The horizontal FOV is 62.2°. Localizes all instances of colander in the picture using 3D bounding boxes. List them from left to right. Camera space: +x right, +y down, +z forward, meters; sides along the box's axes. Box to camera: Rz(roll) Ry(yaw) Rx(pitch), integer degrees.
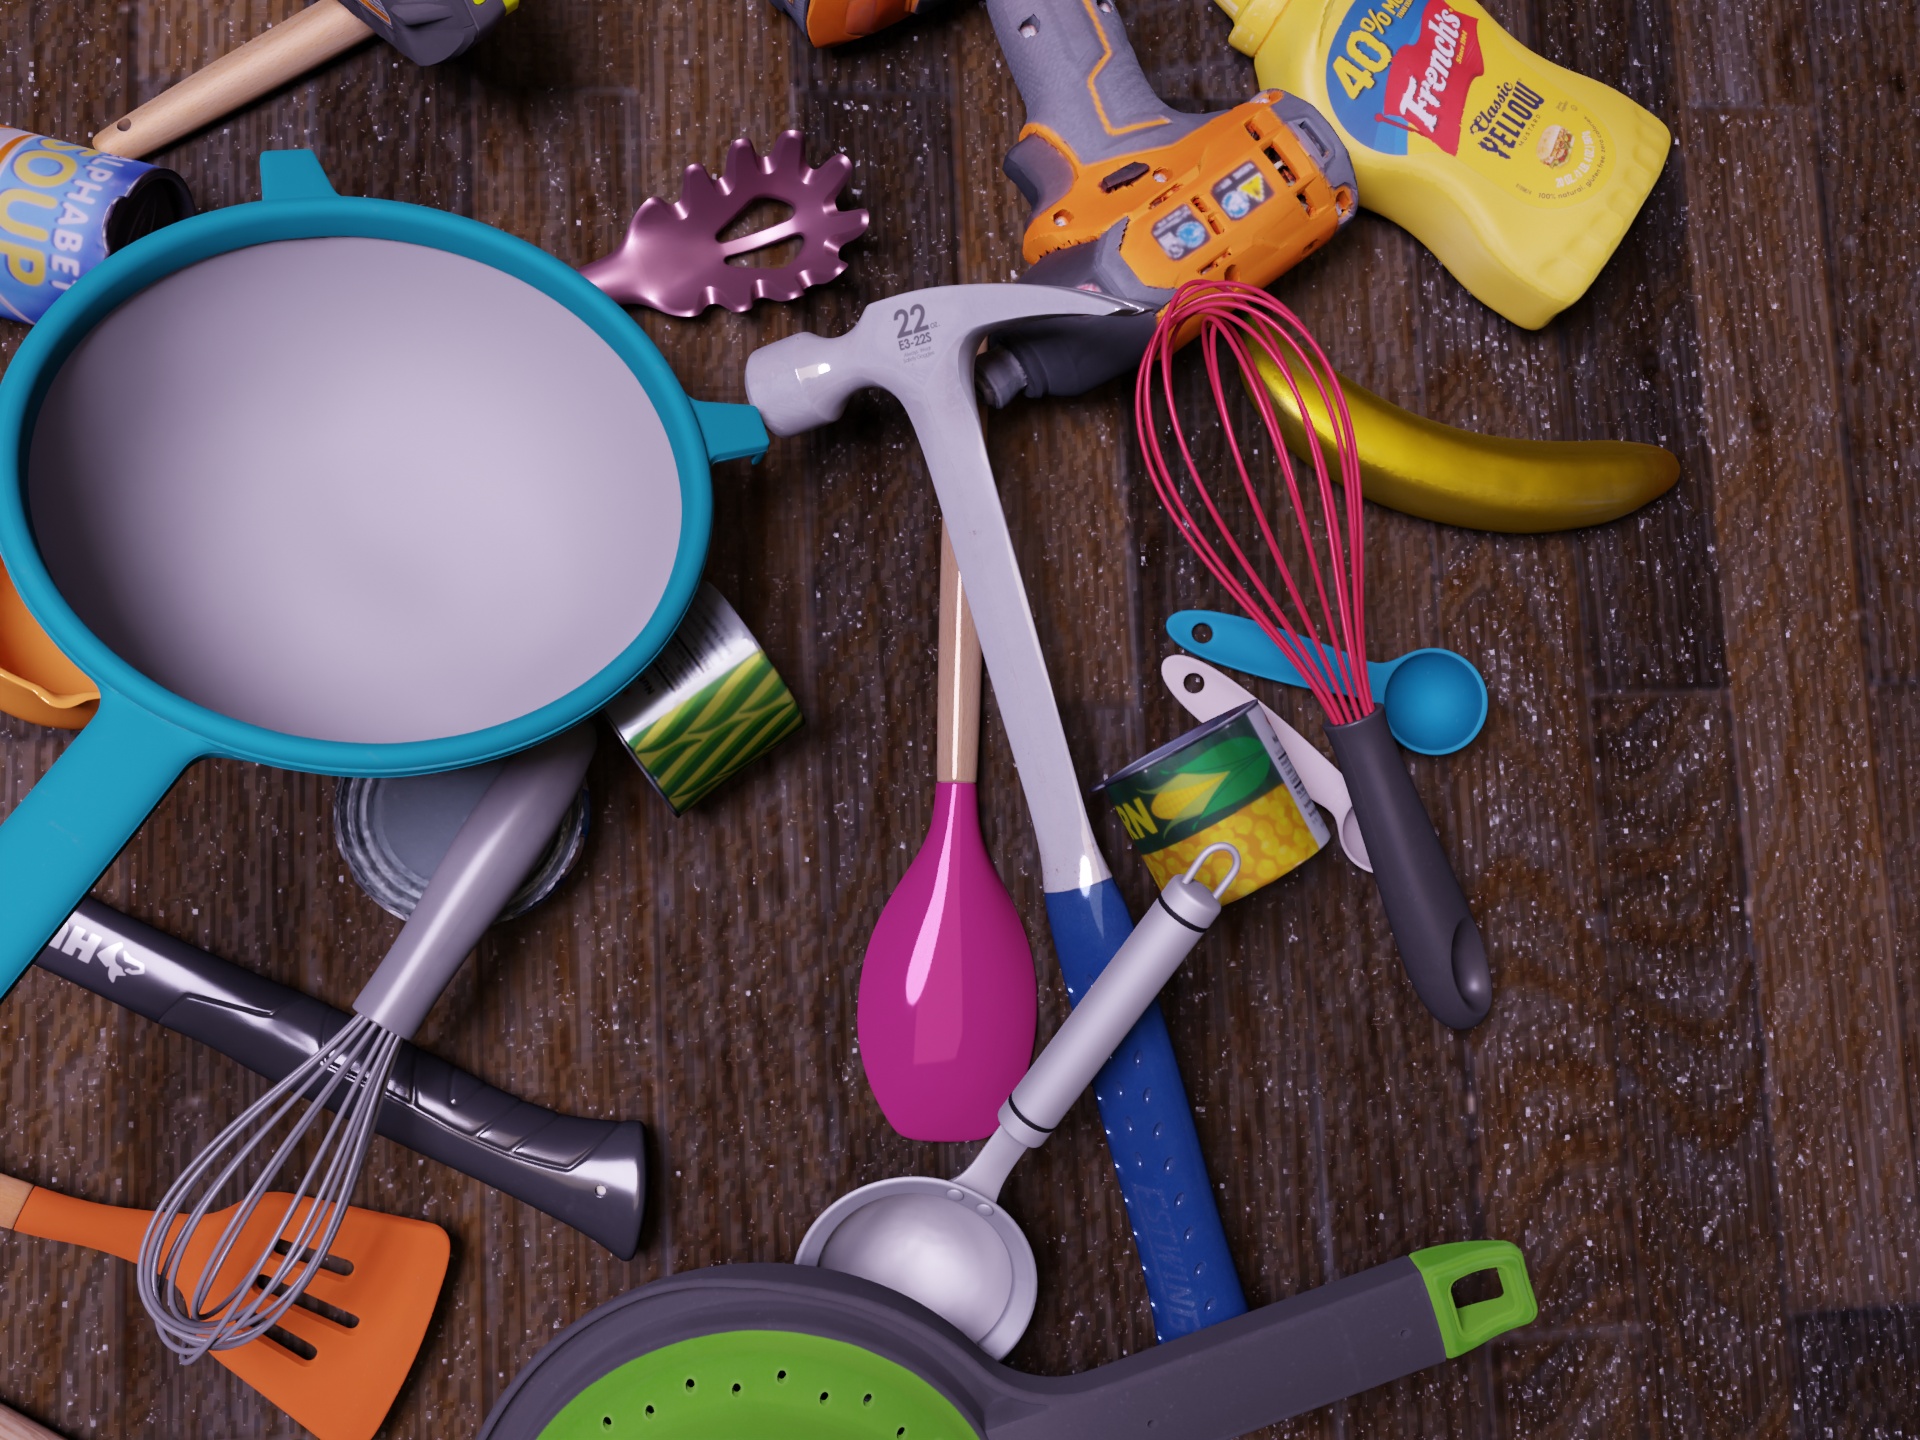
[{"bbox_3d":[0.011,0.262,0.508,0.397,0.094,0.204,-19,101,-2],"label":"colander"}]

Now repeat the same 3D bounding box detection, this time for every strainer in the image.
[{"bbox_3d":[-0.219,-0.013,0.496,0.211,0.095,0.340,29,59,-4],"label":"strainer"},{"bbox_3d":[0.020,0.143,0.548,0.087,0.050,0.258,31,107,-10],"label":"strainer"}]

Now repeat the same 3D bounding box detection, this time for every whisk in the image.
[{"bbox_3d":[-0.190,0.099,0.527,0.055,0.055,0.239,31,76,-3],"label":"whisk"},{"bbox_3d":[0.136,-0.019,0.581,0.073,0.073,0.295,-24,99,-9],"label":"whisk"}]

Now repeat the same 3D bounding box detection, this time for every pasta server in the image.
[{"bbox_3d":[-0.187,-0.146,0.590,0.316,0.040,0.060,-20,98,-7],"label":"pasta server"}]

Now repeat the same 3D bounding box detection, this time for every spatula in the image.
[{"bbox_3d":[-0.334,0.154,0.521,0.322,0.041,0.081,25,81,-17],"label":"spatula"}]

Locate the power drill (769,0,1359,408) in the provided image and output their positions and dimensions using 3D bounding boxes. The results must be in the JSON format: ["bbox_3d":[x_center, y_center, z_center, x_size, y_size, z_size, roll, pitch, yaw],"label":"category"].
[{"bbox_3d":[0.021,-0.234,0.599,0.164,0.084,0.226,-37,90,-9],"label":"power drill"}]

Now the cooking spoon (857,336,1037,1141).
[{"bbox_3d":[-0.001,-0.002,0.606,0.068,0.017,0.319,2,84,-9],"label":"cooking spoon"}]

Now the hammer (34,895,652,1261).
[{"bbox_3d":[-0.260,0.105,0.557,0.334,0.035,0.146,27,81,-4],"label":"hammer"}]

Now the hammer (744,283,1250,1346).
[{"bbox_3d":[0.043,0.046,0.559,0.144,0.035,0.405,-13,96,28],"label":"hammer"}]

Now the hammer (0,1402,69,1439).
[{"bbox_3d":[-0.329,0.249,0.535,0.331,0.031,0.130,33,81,-3],"label":"hammer"}]

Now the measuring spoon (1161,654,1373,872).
[{"bbox_3d":[0.130,0.014,0.624,0.124,0.018,0.034,38,100,5],"label":"measuring spoon"}]

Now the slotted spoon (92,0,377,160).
[{"bbox_3d":[-0.190,-0.296,0.610,0.314,0.031,0.070,-33,72,-7],"label":"slotted spoon"}]

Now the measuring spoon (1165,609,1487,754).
[{"bbox_3d":[0.143,-0.019,0.630,0.128,0.021,0.042,17,84,4],"label":"measuring spoon"}]

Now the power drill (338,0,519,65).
[{"bbox_3d":[-0.127,-0.333,0.555,0.228,0.080,0.191,-40,59,-12],"label":"power drill"}]

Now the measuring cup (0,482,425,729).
[{"bbox_3d":[-0.267,-0.034,0.567,0.173,0.052,0.095,11,65,-31],"label":"measuring cup"}]
